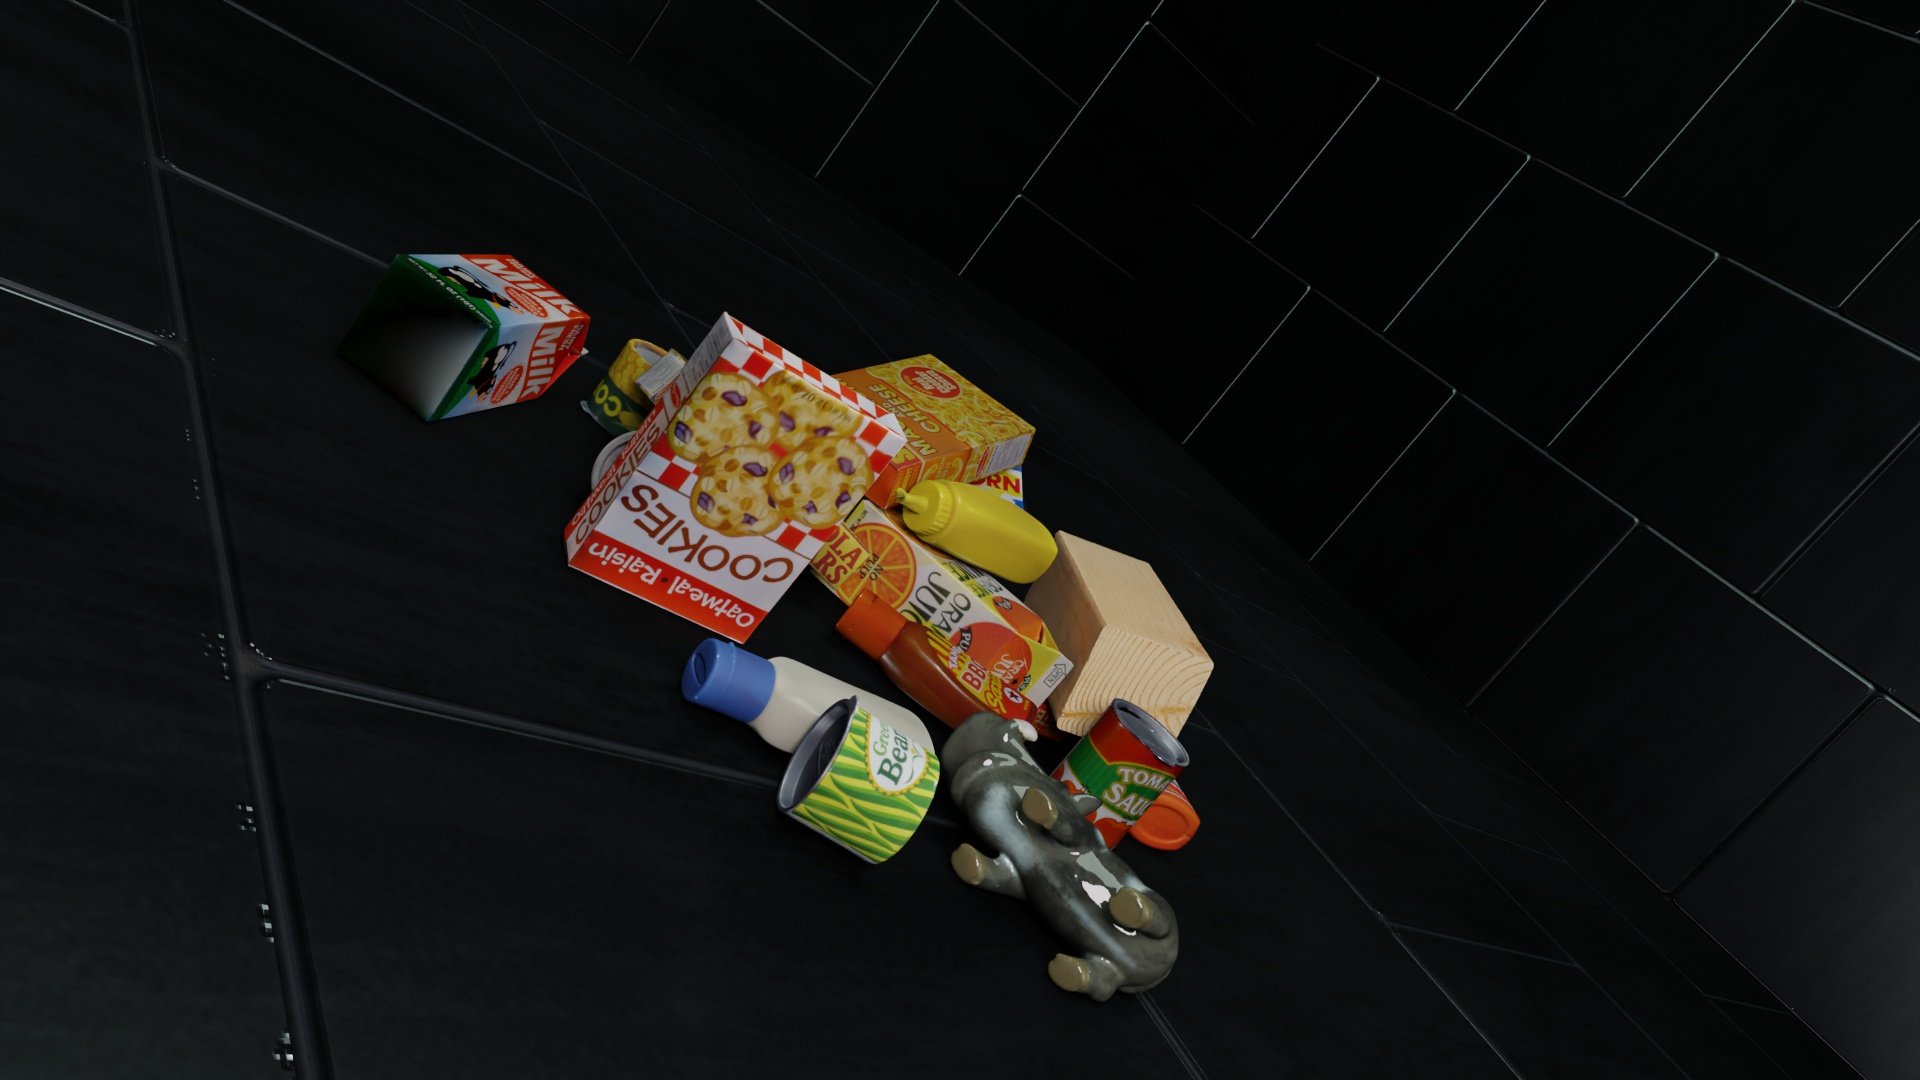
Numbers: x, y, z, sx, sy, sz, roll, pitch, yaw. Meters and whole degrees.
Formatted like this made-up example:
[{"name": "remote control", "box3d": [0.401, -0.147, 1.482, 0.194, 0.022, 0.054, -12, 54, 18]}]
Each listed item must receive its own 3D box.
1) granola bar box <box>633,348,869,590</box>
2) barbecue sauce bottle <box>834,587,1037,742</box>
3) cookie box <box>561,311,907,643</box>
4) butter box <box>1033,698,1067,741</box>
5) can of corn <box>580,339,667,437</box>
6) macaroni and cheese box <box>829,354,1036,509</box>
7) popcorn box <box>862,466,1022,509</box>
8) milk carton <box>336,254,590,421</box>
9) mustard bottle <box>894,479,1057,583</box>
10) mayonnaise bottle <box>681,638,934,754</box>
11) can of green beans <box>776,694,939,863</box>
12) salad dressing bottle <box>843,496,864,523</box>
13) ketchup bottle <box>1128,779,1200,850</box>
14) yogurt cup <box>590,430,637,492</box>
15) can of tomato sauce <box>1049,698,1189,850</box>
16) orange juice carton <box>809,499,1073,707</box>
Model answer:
[{"name": "granola bar box", "box3d": [-0.144, -0.051, 0.968, 0.165, 0.039, 0.124, 49, -4, -34]}, {"name": "barbecue sauce bottle", "box3d": [-0.018, 0.091, 0.954, 0.148, 0.043, 0.065, 37, 18, -2]}, {"name": "cookie box", "box3d": [-0.132, -0.031, 0.806, 0.123, 0.167, 0.040, 30, 19, -32]}, {"name": "butter box", "box3d": [0.046, 0.111, 1.086, 0.053, 0.024, 0.104, 28, 17, -38]}, {"name": "can of corn", "box3d": [-0.233, -0.107, 1.019, 0.071, 0.058, 0.071, 36, 14, -10]}, {"name": "macaroni and cheese box", "box3d": [-0.041, -0.090, 1.083, 0.124, 0.040, 0.167, 38, 35, 26]}, {"name": "popcorn box", "box3d": [-0.014, -0.046, 1.123, 0.127, 0.038, 0.085, 14, 43, -13]}, {"name": "milk carton", "box3d": [-0.306, -0.136, 0.899, 0.072, 0.073, 0.191, 38, 14, -1]}, {"name": "mustard bottle", "box3d": [0.004, -0.013, 1.025, 0.160, 0.048, 0.065, 22, 21, -45]}, {"name": "mayonnaise bottle", "box3d": [-0.084, 0.098, 0.778, 0.148, 0.041, 0.065, 28, 15, -31]}, {"name": "can of green beans", "box3d": [-0.052, 0.124, 0.716, 0.058, 0.071, 0.071, 34, 14, -16]}, {"name": "salad dressing bottle", "box3d": [-0.097, -0.022, 1.116, 0.147, 0.044, 0.064, 28, 23, -30]}, {"name": "ketchup bottle", "box3d": [0.130, 0.172, 1.061, 0.064, 0.043, 0.149, 31, 15, -24]}, {"name": "yogurt cup", "box3d": [-0.197, -0.040, 0.886, 0.072, 0.072, 0.054, 35, 6, -12]}, {"name": "can of tomato sauce", "box3d": [0.106, 0.162, 0.951, 0.071, 0.083, 0.071, 36, 14, -10]}, {"name": "orange juice carton", "box3d": [-0.010, 0.055, 1.029, 0.193, 0.071, 0.073, 41, 15, 12]}]
